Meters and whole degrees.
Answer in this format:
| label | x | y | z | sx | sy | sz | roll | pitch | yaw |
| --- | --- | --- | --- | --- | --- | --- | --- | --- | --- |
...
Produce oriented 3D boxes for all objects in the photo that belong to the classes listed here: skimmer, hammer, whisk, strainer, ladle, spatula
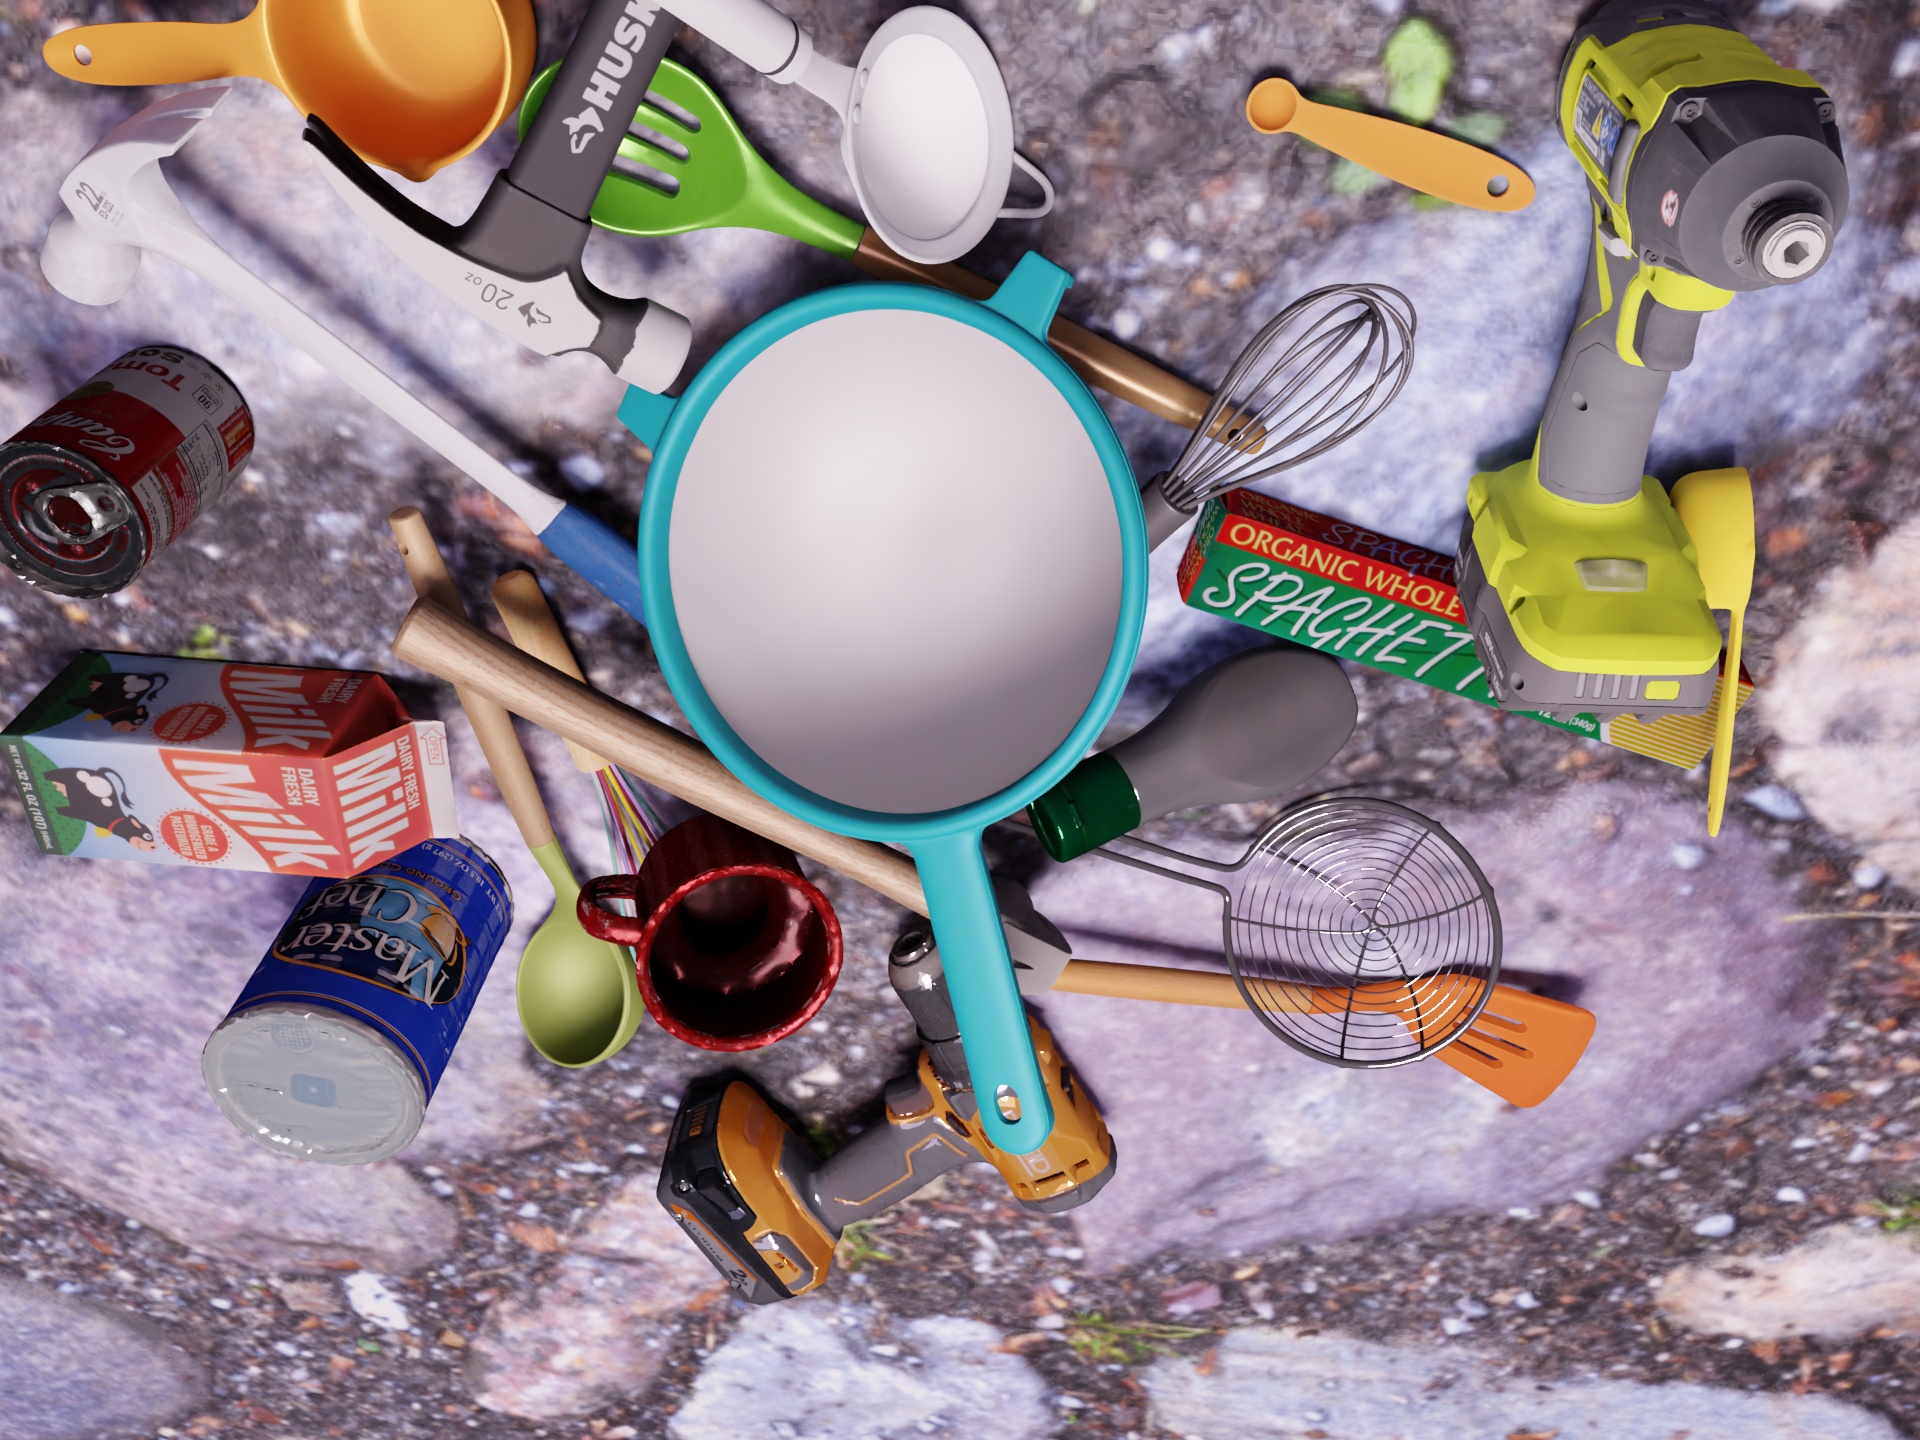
| label | x | y | z | sx | sy | sz | roll | pitch | yaw |
| --- | --- | --- | --- | --- | --- | --- | --- | --- | --- |
| skimmer | 0.069 | 0.060 | 0.711 | 0.363 | 0.090 | 0.127 | 18 | 97 | -18 |
| hammer | -0.178 | -0.092 | 0.665 | 0.405 | 0.035 | 0.144 | 39 | 146 | -24 |
| hammer | -0.091 | 0.037 | 0.703 | 0.331 | 0.130 | 0.031 | 29 | 94 | -17 |
| whisk | -0.169 | 0.037 | 0.774 | 0.051 | 0.047 | 0.244 | -19 | 117 | 3 |
| strainer | -0.001 | -0.002 | 0.643 | 0.211 | 0.095 | 0.340 | -12 | 96 | 24 |
| hammer | -0.088 | -0.276 | 0.515 | 0.146 | 0.035 | 0.334 | 22 | 115 | -30 |
| whisk | 0.089 | -0.091 | 0.643 | 0.055 | 0.055 | 0.239 | 34 | 133 | -17 |
| ladle | -0.215 | 0.044 | 0.753 | 0.078 | 0.062 | 0.319 | 15 | 135 | 29 |
| spatula | 0.154 | 0.145 | 0.802 | 0.322 | 0.041 | 0.081 | 7 | 131 | -9 |
| strainer | -0.054 | -0.215 | 0.516 | 0.050 | 0.258 | 0.087 | 14 | 93 | 33 |

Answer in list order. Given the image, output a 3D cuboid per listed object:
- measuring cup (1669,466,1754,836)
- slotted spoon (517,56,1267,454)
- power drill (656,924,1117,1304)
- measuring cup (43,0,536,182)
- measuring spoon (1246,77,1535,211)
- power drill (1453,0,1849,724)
| label | x | y | z | sx | sy | sz | roll | pitch | yaw |
| --- | --- | --- | --- | --- | --- | --- | --- | --- | --- |
| measuring cup | 0.304 | -0.026 | 0.656 | 0.029 | 0.062 | 0.156 | 2 | 107 | 18 |
| slotted spoon | -0.017 | -0.173 | 0.622 | 0.313 | 0.031 | 0.070 | 23 | 124 | -12 |
| power drill | -0.052 | 0.213 | 0.861 | 0.226 | 0.084 | 0.185 | -24 | 117 | 15 |
| measuring cup | -0.239 | -0.249 | 0.576 | 0.173 | 0.052 | 0.095 | 1 | 125 | 7 |
| measuring spoon | 0.160 | -0.213 | 0.590 | 0.117 | 0.011 | 0.021 | 15 | 123 | -10 |
| power drill | 0.237 | -0.115 | 0.554 | 0.080 | 0.171 | 0.223 | 1 | 128 | 4 |
